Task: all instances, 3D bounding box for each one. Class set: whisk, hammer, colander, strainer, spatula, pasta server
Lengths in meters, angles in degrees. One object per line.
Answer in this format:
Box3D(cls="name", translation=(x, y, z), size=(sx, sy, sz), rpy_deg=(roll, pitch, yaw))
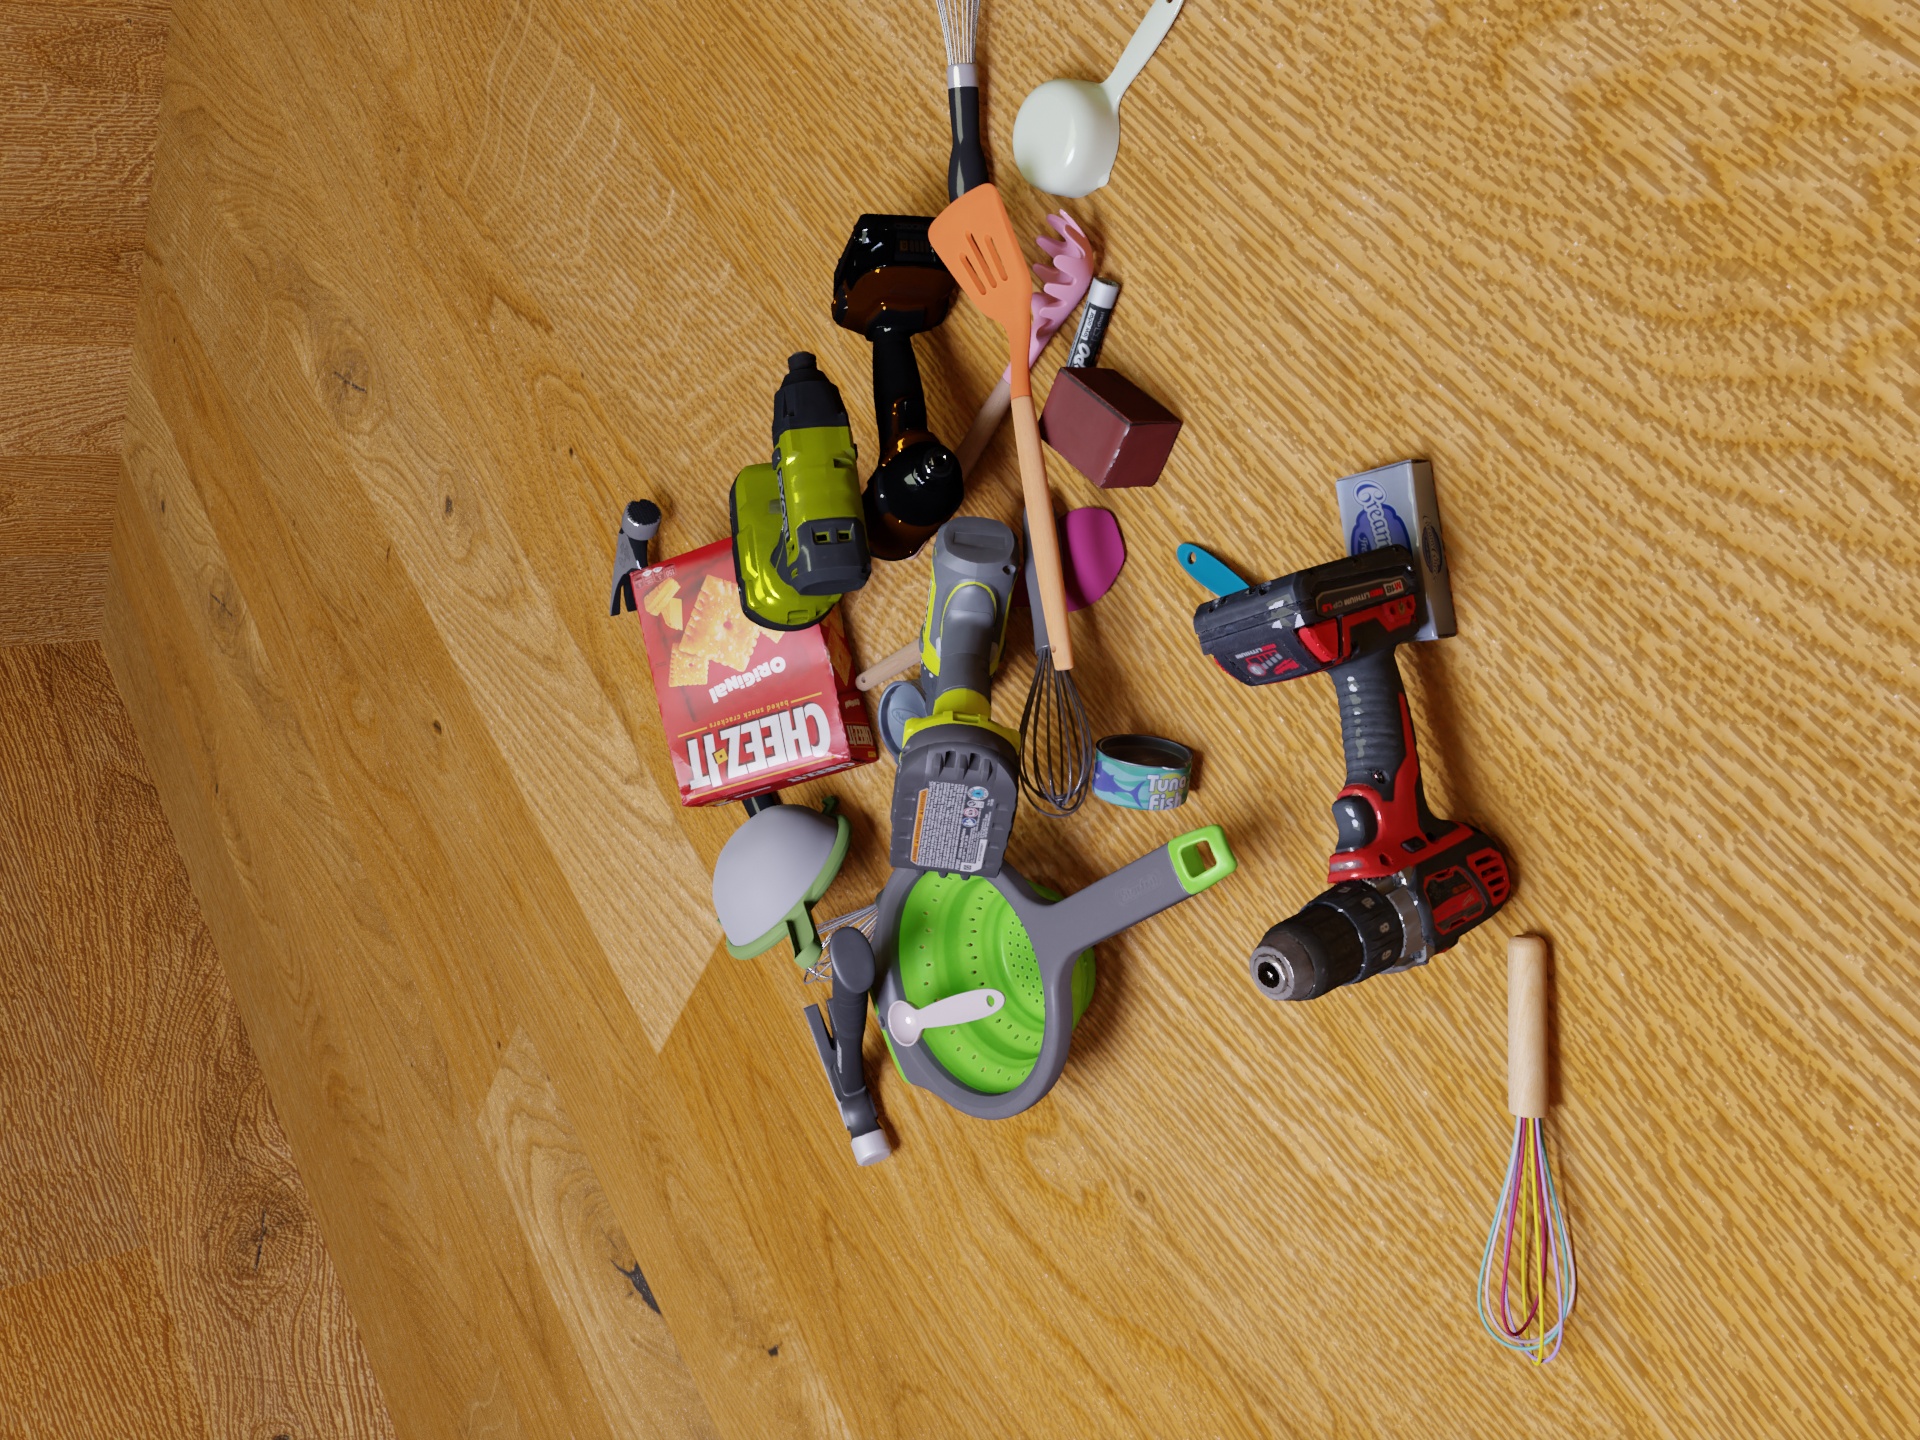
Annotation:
Box3D(cls="whisk", translation=(-0.066, 0.159, 1.335), size=(0.057, 0.059, 0.246), rpy_deg=(38, 131, -10))
Box3D(cls="hammer", translation=(-0.091, 0.243, 1.278), size=(0.334, 0.035, 0.146), rpy_deg=(97, 153, -59))
Box3D(cls="colander", translation=(0.078, 0.151, 1.123), size=(0.397, 0.094, 0.205), rpy_deg=(-36, 70, 47))
Box3D(cls="whisk", translation=(0.059, -0.049, 1.096), size=(0.055, 0.055, 0.239), rpy_deg=(-28, 59, 48))
Box3D(cls="whisk", translation=(0.000, -0.492, 1.131), size=(0.070, 0.070, 0.284), rpy_deg=(13, 112, 48))
Box3D(cls="strainer", translation=(-0.154, 0.133, 1.286), size=(0.151, 0.069, 0.256), rpy_deg=(-48, 17, 1))
Box3D(cls="whisk", translation=(0.321, 0.243, 0.903), size=(0.051, 0.047, 0.245), rpy_deg=(0, 93, 37))
Box3D(cls="spatula", translation=(0.037, -0.192, 1.067), size=(0.081, 0.041, 0.323), rpy_deg=(-15, 82, 55))
Box3D(cls="hammer", translation=(-0.237, -0.008, 1.502), size=(0.409, 0.036, 0.149), rpy_deg=(60, 147, 19))
Box3D(cls="pasta server", translation=(0.019, -0.232, 1.167), size=(0.060, 0.040, 0.316), rpy_deg=(-94, 28, -41))

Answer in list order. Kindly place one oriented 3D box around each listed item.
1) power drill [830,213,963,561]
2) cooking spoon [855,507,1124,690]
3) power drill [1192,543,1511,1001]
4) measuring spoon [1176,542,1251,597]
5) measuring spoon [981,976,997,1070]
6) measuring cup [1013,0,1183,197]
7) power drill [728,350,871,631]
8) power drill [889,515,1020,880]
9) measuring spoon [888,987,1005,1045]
Box3D(cls="power drill", translation=(-0.039, -0.242, 1.146), size=(0.164, 0.084, 0.226), rpy_deg=(153, 114, -73))
Box3D(cls="cooking spoon", translation=(0.012, -0.080, 1.217), size=(0.319, 0.017, 0.069), rpy_deg=(-27, 76, 48))
Box3D(cls="power drill", translation=(0.204, 0.032, 0.867), size=(0.080, 0.188, 0.227), rpy_deg=(-18, 90, 53))
Box3D(cls="measuring spoon", translation=(0.184, -0.084, 1.022), size=(0.129, 0.021, 0.042), rpy_deg=(45, 129, 46))
Box3D(cls="measuring spoon", translation=(0.024, 0.258, 1.276), size=(0.021, 0.011, 0.117), rpy_deg=(15, 112, 46))
Box3D(cls="measuring cup", translation=(0.089, -0.419, 1.046), size=(0.167, 0.038, 0.083), rpy_deg=(-48, 62, 45))
Box3D(cls="power drill", translation=(-0.121, -0.163, 1.198), size=(0.223, 0.080, 0.171), rpy_deg=(146, 117, -72))
Box3D(cls="power drill", translation=(-0.002, -0.004, 1.115), size=(0.190, 0.080, 0.229), rpy_deg=(100, 176, -47))
Box3D(cls="measuring spoon", translation=(-0.007, 0.211, 1.154), size=(0.124, 0.018, 0.034), rpy_deg=(-24, 79, 43))
